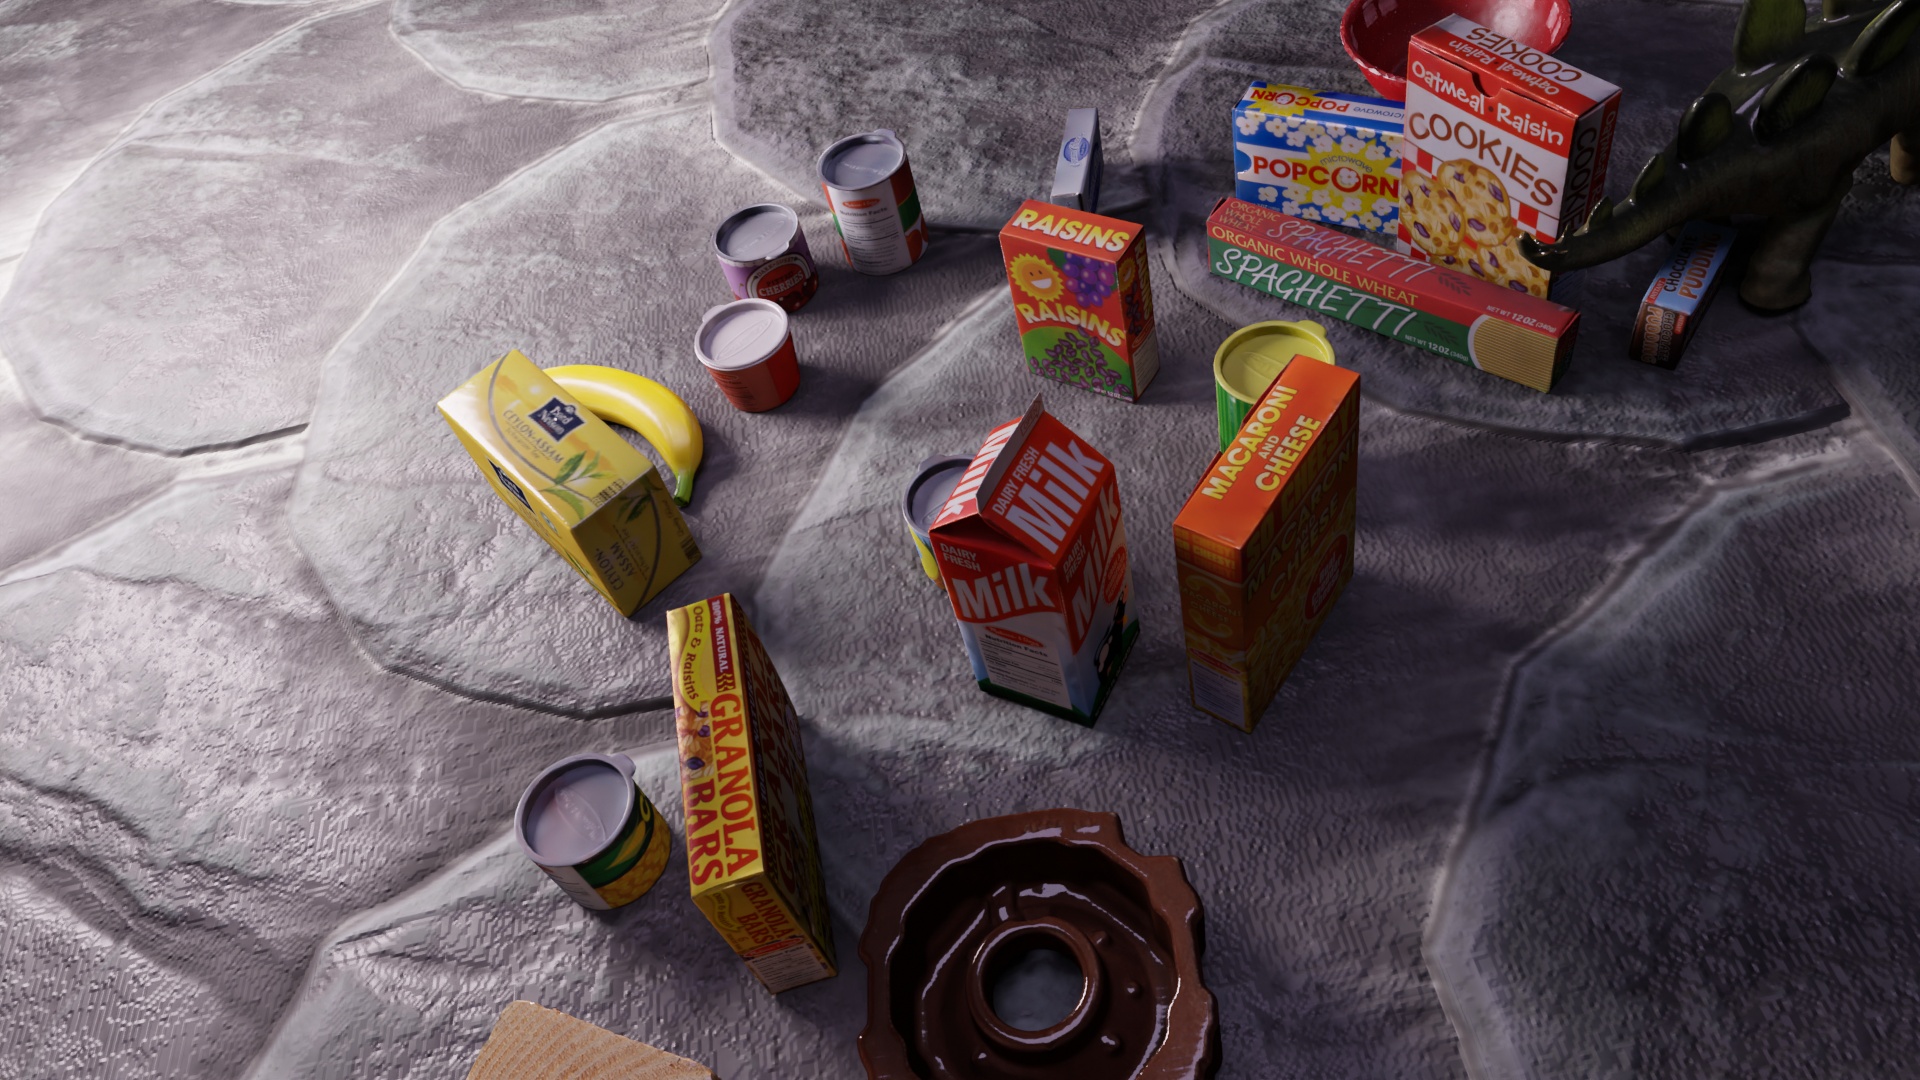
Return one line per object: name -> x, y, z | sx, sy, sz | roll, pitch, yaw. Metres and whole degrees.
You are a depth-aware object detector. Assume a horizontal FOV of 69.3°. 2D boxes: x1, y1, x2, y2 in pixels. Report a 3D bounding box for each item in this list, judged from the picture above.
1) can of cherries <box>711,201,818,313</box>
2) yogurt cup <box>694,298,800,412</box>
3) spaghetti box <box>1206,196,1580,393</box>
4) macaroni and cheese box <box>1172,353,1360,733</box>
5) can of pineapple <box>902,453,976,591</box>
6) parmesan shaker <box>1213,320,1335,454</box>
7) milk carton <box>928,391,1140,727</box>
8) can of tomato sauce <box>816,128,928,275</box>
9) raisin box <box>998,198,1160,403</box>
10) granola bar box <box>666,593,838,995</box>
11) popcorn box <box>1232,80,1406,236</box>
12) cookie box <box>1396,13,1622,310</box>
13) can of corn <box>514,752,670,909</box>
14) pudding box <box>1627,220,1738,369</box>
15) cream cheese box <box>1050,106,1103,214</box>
can of cherries -> -0.143, -0.207, 1.032 | 0.071, 0.058, 0.072 | -7, 51, 9
yogurt cup -> -0.145, -0.127, 0.971 | 0.072, 0.053, 0.073 | -7, 51, 9
spaghetti box -> 0.270, -0.163, 0.900 | 0.250, 0.050, 0.029 | 28, 63, 31
macaroni and cheese box -> 0.160, 0.005, 0.717 | 0.040, 0.165, 0.124 | 24, 61, 29
can of pineapple -> 0.003, -0.011, 0.839 | 0.071, 0.057, 0.071 | -7, 51, 9
parmesan shaker -> 0.186, -0.070, 0.811 | 0.071, 0.102, 0.072 | -7, 51, 9
milk carton -> 0.040, 0.011, 0.726 | 0.073, 0.189, 0.073 | 16, 58, 25
can of tomato sauce -> -0.063, -0.250, 1.031 | 0.071, 0.082, 0.071 | -7, 51, 9
raisin box -> 0.079, -0.153, 0.892 | 0.086, 0.122, 0.040 | 21, 60, 28
granola bar box -> -0.106, 0.128, 0.711 | 0.039, 0.123, 0.166 | -16, 50, 1
popcorn box -> 0.256, -0.265, 0.962 | 0.127, 0.084, 0.038 | 18, 59, 26
cookie box -> 0.331, -0.223, 0.857 | 0.040, 0.166, 0.123 | -35, 52, -14
can of corn -> -0.196, 0.157, 0.753 | 0.071, 0.058, 0.071 | -7, 51, 9
pudding box -> 0.441, -0.151, 0.849 | 0.030, 0.049, 0.084 | 24, 61, 29
cream cheese box -> 0.088, -0.267, 1.027 | 0.024, 0.053, 0.104 | 1, 52, 15
